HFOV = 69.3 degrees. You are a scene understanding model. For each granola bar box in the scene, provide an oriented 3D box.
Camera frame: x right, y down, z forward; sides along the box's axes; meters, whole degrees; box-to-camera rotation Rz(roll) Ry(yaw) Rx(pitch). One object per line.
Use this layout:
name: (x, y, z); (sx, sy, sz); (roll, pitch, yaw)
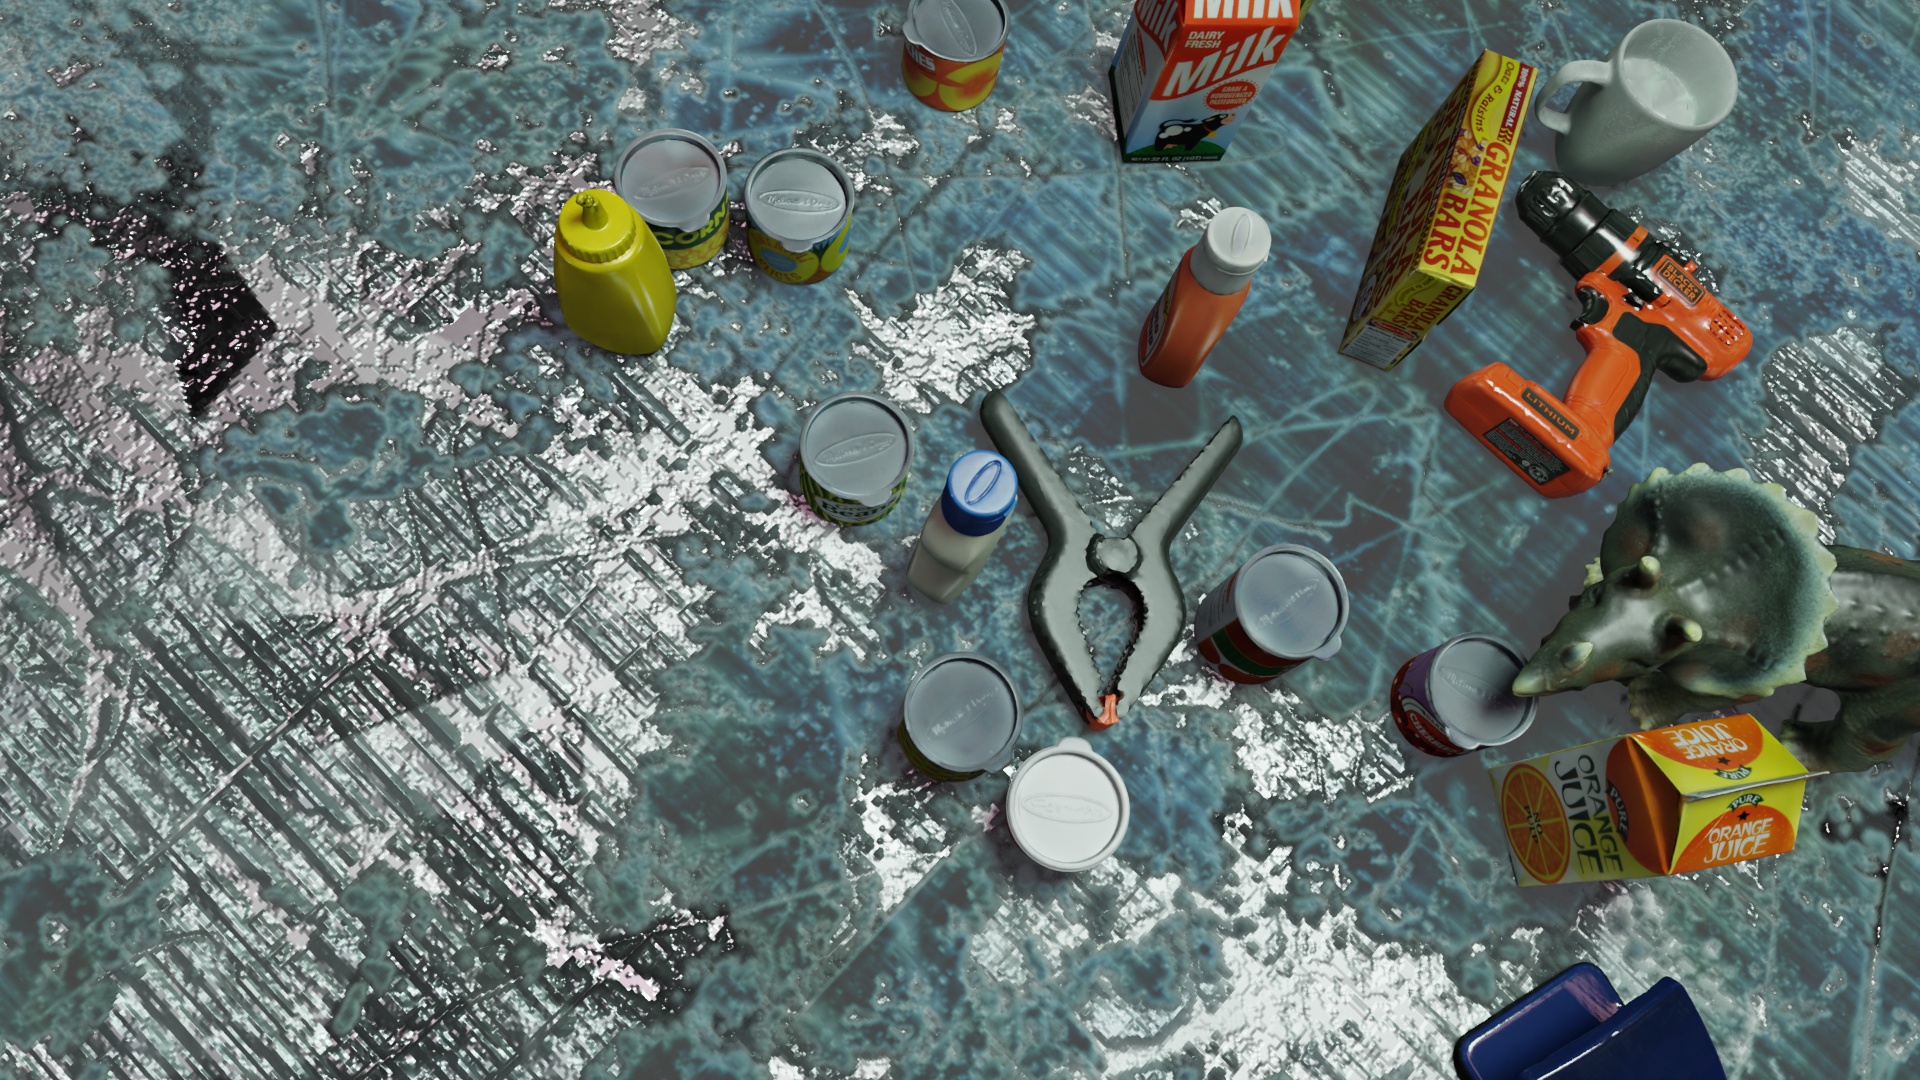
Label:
granola bar box: (0.301, -0.205, 0.878); (0.039, 0.124, 0.166); (22, 72, 0)

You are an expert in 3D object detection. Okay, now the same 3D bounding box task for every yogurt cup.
yogurt cup: (0.056, 0.151, 0.775); (0.072, 0.053, 0.072); (2, 73, -7)

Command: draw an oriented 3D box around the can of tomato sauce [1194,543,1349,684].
can of tomato sauce: (0.180, 0.046, 0.808); (0.071, 0.083, 0.071); (2, 73, -7)

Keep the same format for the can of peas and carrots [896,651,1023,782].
can of peas and carrots: (0.000, 0.102, 0.781); (0.071, 0.058, 0.071); (2, 73, -7)

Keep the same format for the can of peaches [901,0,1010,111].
can of peaches: (-0.006, -0.324, 0.909); (0.071, 0.058, 0.071); (2, 73, -7)

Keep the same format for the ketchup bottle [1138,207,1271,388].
ketchup bottle: (0.145, -0.146, 0.827); (0.043, 0.148, 0.065); (17, 72, -2)

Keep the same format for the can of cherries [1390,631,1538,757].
can of cherries: (0.294, 0.094, 0.821); (0.071, 0.058, 0.071); (2, 73, -7)

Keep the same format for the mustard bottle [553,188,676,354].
mustard bottle: (-0.197, -0.156, 0.780); (0.065, 0.159, 0.049); (10, 73, -4)

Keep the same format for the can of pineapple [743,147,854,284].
can of pineapple: (-0.101, -0.198, 0.859); (0.071, 0.057, 0.071); (2, 73, -7)

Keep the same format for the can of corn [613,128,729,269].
can of corn: (-0.174, -0.206, 0.852); (0.071, 0.058, 0.071); (2, 73, -7)

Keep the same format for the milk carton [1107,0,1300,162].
milk carton: (0.151, -0.315, 0.857); (0.072, 0.190, 0.073); (-4, 74, -8)

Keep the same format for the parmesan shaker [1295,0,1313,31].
parmesan shaker: (0.216, -0.390, 0.934); (0.071, 0.102, 0.071); (2, 73, -7)

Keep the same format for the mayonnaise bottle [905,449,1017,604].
mayonnaise bottle: (0.003, -0.010, 0.768); (0.041, 0.147, 0.065); (35, 73, 4)

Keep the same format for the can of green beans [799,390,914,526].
can of green beans: (-0.062, -0.047, 0.818); (0.071, 0.057, 0.071); (2, 73, -7)

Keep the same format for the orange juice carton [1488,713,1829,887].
orange juice carton: (0.369, 0.141, 0.746); (0.072, 0.192, 0.073); (-7, 75, -9)
